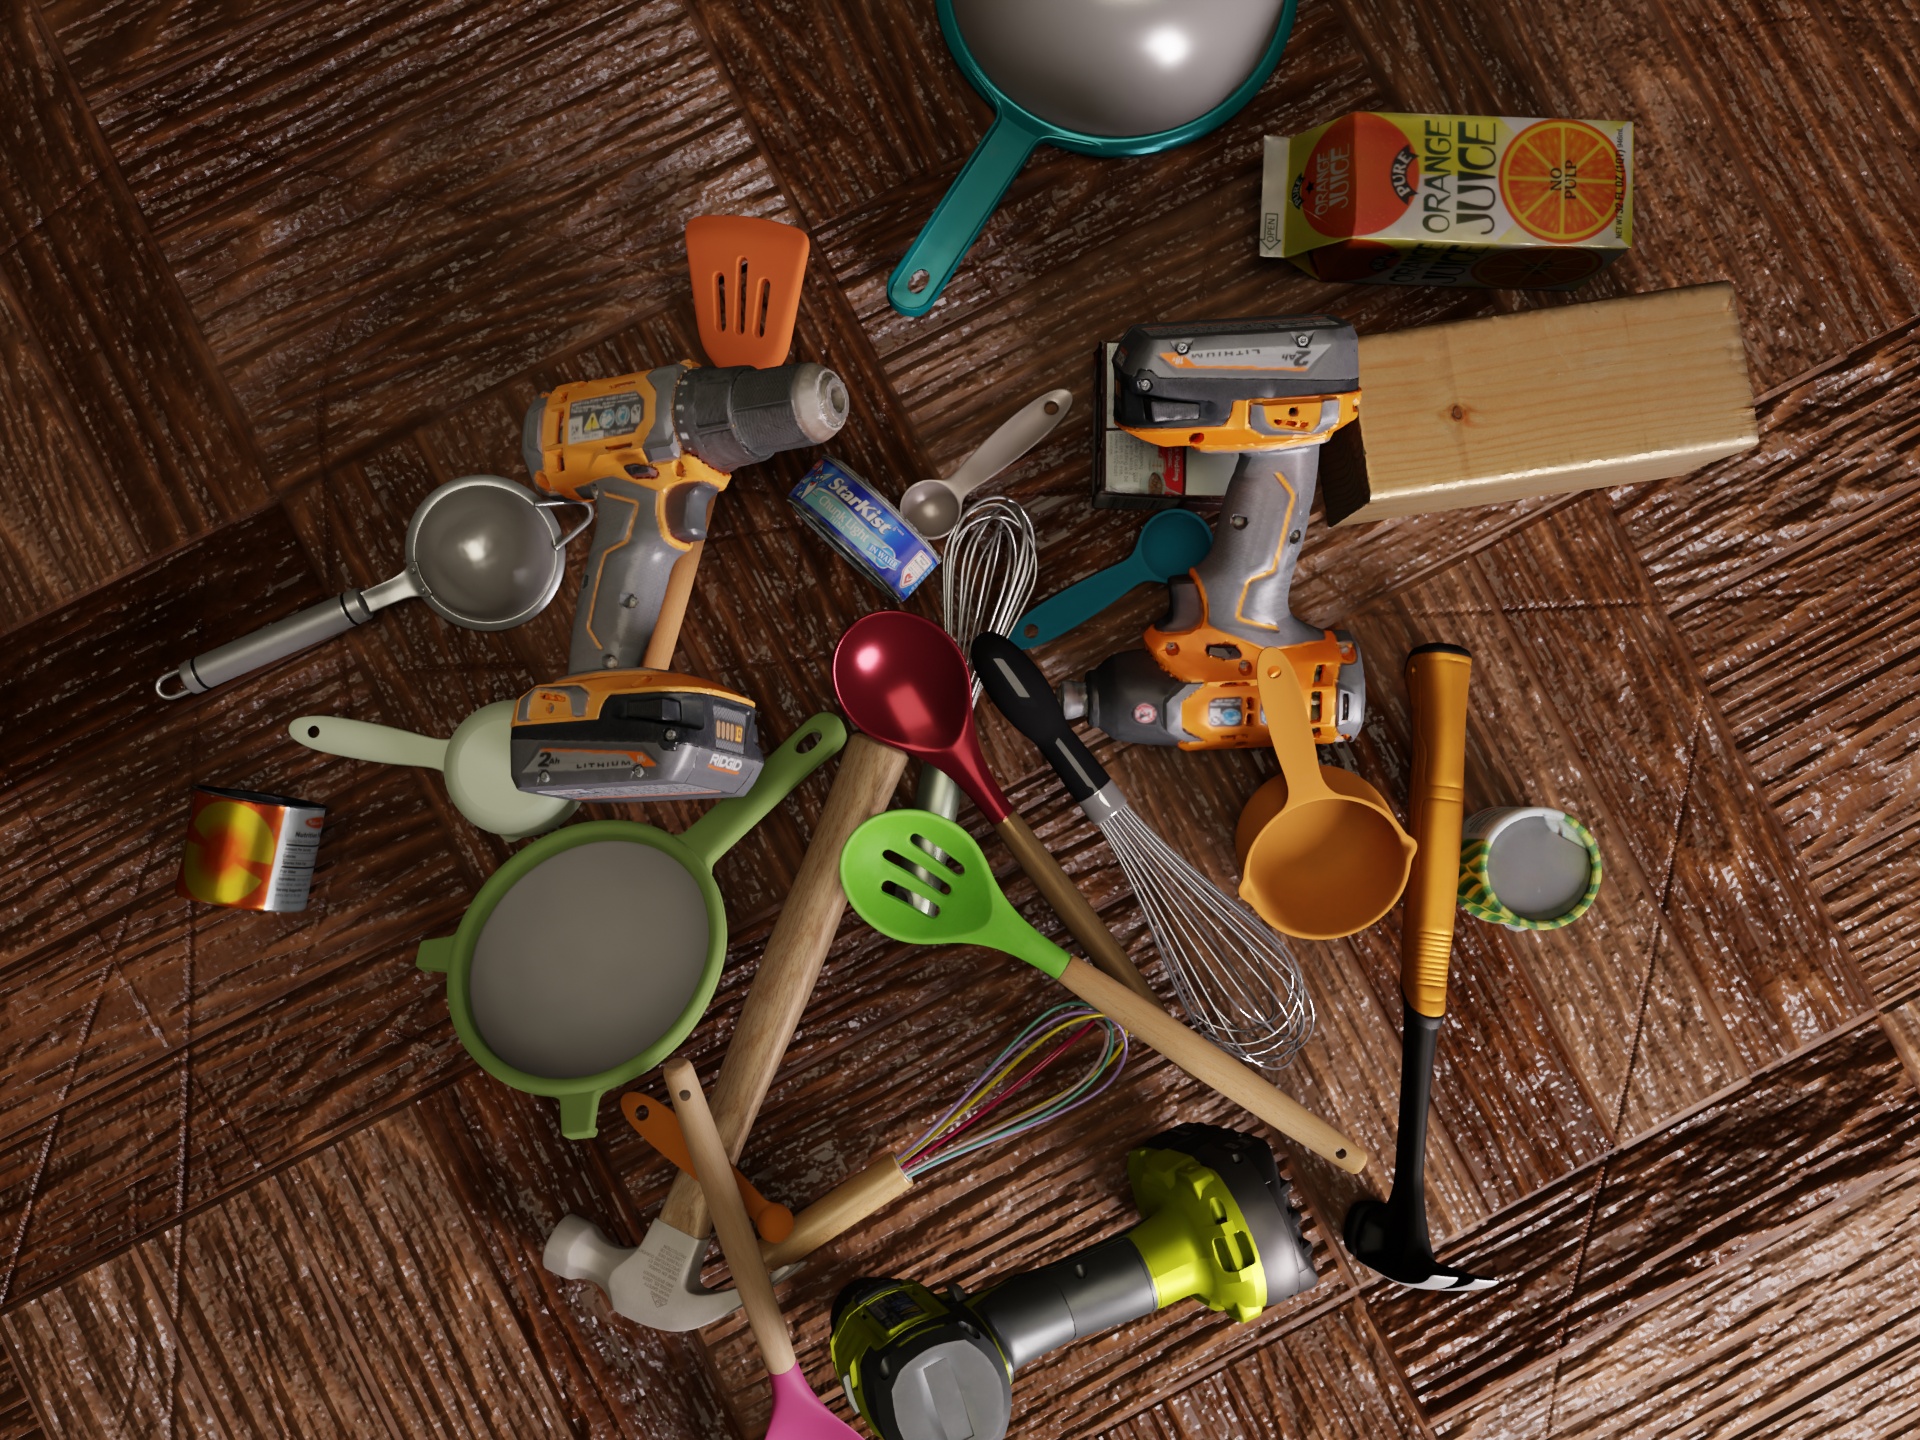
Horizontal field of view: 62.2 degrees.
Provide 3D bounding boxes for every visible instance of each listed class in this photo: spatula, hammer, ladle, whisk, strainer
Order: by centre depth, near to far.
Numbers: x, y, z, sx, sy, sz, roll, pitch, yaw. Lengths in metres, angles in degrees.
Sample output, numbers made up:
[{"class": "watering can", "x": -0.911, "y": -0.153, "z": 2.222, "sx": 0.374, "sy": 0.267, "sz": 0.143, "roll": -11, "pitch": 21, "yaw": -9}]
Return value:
[{"class": "hammer", "x": 0.248, "y": 0.123, "z": 0.841, "sx": 0.034, "sy": 0.127, "sz": 0.337, "roll": 7, "pitch": 81, "yaw": -6}, {"class": "whisk", "x": 0.094, "y": 0.069, "z": 0.845, "sx": 0.070, "sy": 0.070, "sz": 0.284, "roll": -38, "pitch": 95, "yaw": -3}, {"class": "ladle", "x": 0.039, "y": 0.071, "z": 0.850, "sx": 0.069, "sy": 0.031, "sz": 0.315, "roll": -35, "pitch": 100, "yaw": 9}, {"class": "strainer", "x": -0.151, "y": 0.098, "z": 0.856, "sx": 0.152, "sy": 0.069, "sz": 0.256, "roll": 38, "pitch": 72, "yaw": 28}, {"class": "hammer", "x": -0.103, "y": 0.165, "z": 0.857, "sx": 0.130, "sy": 0.031, "sz": 0.331, "roll": 21, "pitch": 83, "yaw": 15}, {"class": "whisk", "x": -0.015, "y": 0.227, "z": 0.859, "sx": 0.245, "sy": 0.047, "sz": 0.051, "roll": -34, "pitch": 70, "yaw": 1}, {"class": "strainer", "x": 0.056, "y": -0.376, "z": 0.870, "sx": 0.211, "sy": 0.095, "sz": 0.340, "roll": 32, "pitch": 85, "yaw": 1}, {"class": "whisk", "x": -0.001, "y": -0.003, "z": 0.873, "sx": 0.059, "sy": 0.058, "sz": 0.246, "roll": 12, "pitch": 91, "yaw": -38}, {"class": "strainer", "x": -0.324, "y": -0.065, "z": 0.874, "sx": 0.258, "sy": 0.050, "sz": 0.087, "roll": -23, "pitch": 102, "yaw": 1}, {"class": "spatula", "x": -0.151, "y": -0.116, "z": 0.877, "sx": 0.081, "sy": 0.041, "sz": 0.322, "roll": 15, "pitch": 88, "yaw": 24}]

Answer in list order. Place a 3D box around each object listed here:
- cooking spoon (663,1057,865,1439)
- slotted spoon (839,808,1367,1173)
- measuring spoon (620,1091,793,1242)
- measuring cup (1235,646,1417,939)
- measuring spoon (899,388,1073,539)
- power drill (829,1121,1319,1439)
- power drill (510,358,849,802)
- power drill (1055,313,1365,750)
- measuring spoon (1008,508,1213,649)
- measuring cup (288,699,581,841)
[{"class": "cooking spoon", "x": -0.098, "y": 0.307, "z": 0.810, "sx": 0.069, "sy": 0.017, "sz": 0.318, "roll": -15, "pitch": 110, "yaw": -2}, {"class": "slotted spoon", "x": 0.075, "y": 0.145, "z": 0.830, "sx": 0.314, "sy": 0.031, "sz": 0.070, "roll": 33, "pitch": 95, "yaw": 4}, {"class": "measuring spoon", "x": -0.134, "y": 0.231, "z": 0.827, "sx": 0.117, "sy": 0.011, "sz": 0.021, "roll": 34, "pitch": 87, "yaw": 17}, {"class": "measuring cup", "x": 0.179, "y": 0.031, "z": 0.839, "sx": 0.095, "sy": 0.052, "sz": 0.173, "roll": -17, "pitch": 112, "yaw": 7}, {"class": "measuring spoon", "x": 0.016, "y": -0.145, "z": 0.898, "sx": 0.124, "sy": 0.018, "sz": 0.034, "roll": -41, "pitch": 84, "yaw": -10}, {"class": "power drill", "x": 0.043, "y": 0.283, "z": 0.801, "sx": 0.228, "sy": 0.190, "sz": 0.080, "roll": -19, "pitch": 87, "yaw": -16}, {"class": "power drill", "x": -0.143, "y": -0.076, "z": 0.816, "sx": 0.185, "sy": 0.084, "sz": 0.226, "roll": -4, "pitch": 79, "yaw": 27}, {"class": "power drill", "x": 0.129, "y": -0.091, "z": 0.835, "sx": 0.164, "sy": 0.084, "sz": 0.226, "roll": -4, "pitch": 110, "yaw": 0}, {"class": "measuring spoon", "x": 0.083, "y": -0.075, "z": 0.895, "sx": 0.128, "sy": 0.021, "sz": 0.042, "roll": -30, "pitch": 88, "yaw": 6}, {"class": "measuring cup", "x": -0.288, "y": 0.018, "z": 0.867, "sx": 0.167, "sy": 0.038, "sz": 0.083, "roll": 10, "pitch": 86, "yaw": -2}]
